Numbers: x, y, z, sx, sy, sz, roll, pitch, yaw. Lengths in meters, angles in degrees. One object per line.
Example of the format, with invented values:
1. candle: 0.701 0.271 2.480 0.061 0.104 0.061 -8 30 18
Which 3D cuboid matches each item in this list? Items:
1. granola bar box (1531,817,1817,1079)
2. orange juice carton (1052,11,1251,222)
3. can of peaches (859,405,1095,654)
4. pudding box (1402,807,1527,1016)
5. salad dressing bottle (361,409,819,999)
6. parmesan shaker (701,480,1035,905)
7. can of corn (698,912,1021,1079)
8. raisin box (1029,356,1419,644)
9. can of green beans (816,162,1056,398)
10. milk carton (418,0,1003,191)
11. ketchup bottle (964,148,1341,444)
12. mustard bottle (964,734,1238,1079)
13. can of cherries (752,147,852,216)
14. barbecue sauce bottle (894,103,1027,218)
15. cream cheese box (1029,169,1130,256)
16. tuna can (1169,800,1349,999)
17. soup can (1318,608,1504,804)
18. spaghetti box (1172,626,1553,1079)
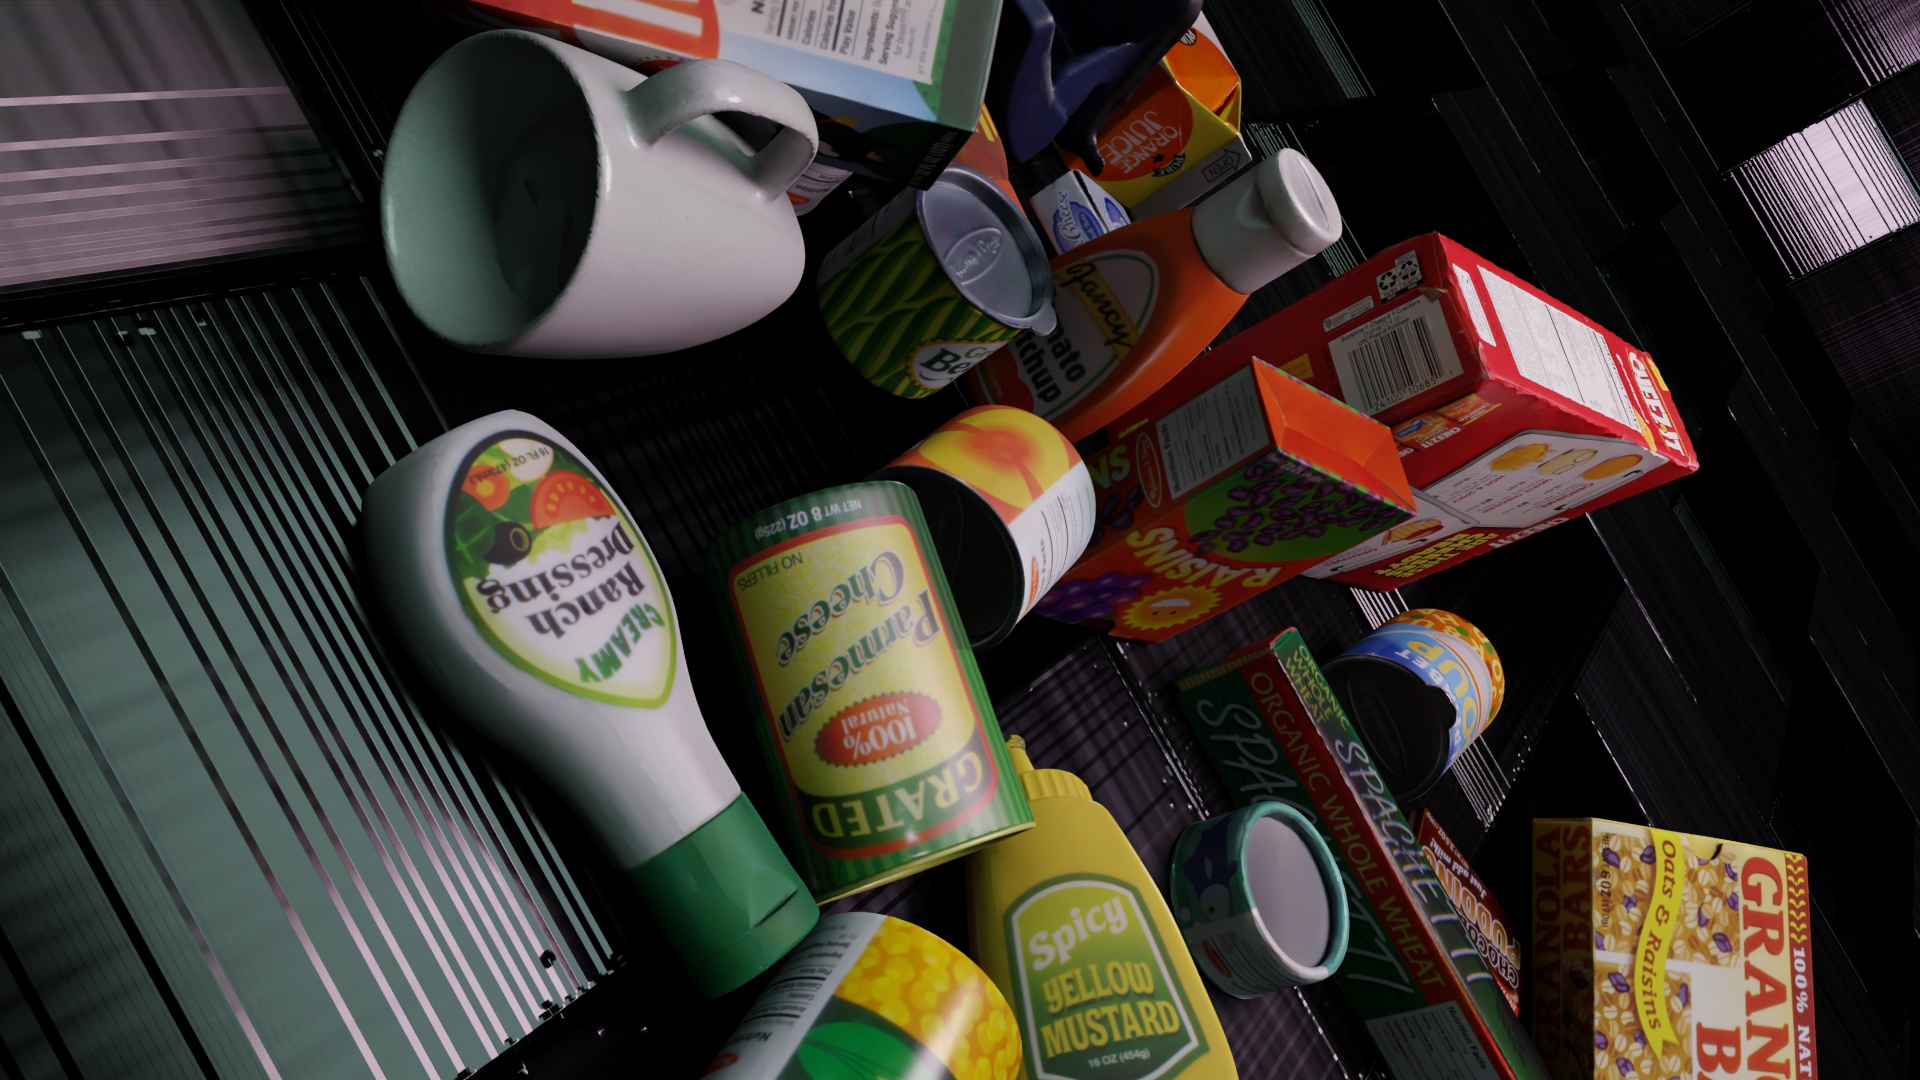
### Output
1. granola bar box: 0.308 0.210 0.598 0.124 0.039 0.166 12 73 -18
2. orange juice carton: 0.068 -0.249 0.676 0.073 0.071 0.192 -25 85 -51
3. can of peaches: 0.002 -0.006 0.454 0.071 0.071 0.058 56 39 -5
4. pudding box: 0.205 0.163 0.593 0.083 0.030 0.050 52 40 -9
5. salad dressing bottle: -0.088 0.041 0.343 0.147 0.044 0.064 58 40 -2
6. parmesan shaker: -0.030 0.043 0.390 0.071 0.071 0.103 -4 69 -49
7. can of corn: -0.024 0.135 0.334 0.071 0.071 0.058 52 38 -9
8. raisin box: 0.085 -0.008 0.498 0.086 0.123 0.040 17 53 -41
9. can of green beans: -0.010 -0.092 0.502 0.071 0.057 0.071 27 49 -35
10. milk carton: -0.087 -0.167 0.405 0.191 0.072 0.073 11 88 -13
11. ketchup bottle: 0.067 -0.088 0.510 0.043 0.148 0.065 -6 71 -51
12. mustard bottle: 0.031 0.117 0.404 0.065 0.048 0.161 -9 44 -9
13. can of cherries: -0.057 -0.161 0.494 0.071 0.058 0.072 26 50 -35
14. barbecue sauce bottle: -0.012 -0.168 0.559 0.065 0.043 0.148 -14 78 -58
15. cream cheese box: 0.063 -0.124 0.600 0.053 0.024 0.104 62 17 4
16. tuna can: 0.111 0.129 0.510 0.071 0.032 0.071 26 50 -35
17. soup can: 0.197 0.070 0.611 0.084 0.071 0.071 -19 81 -51
18. spaghetti box: 0.167 0.152 0.543 0.029 0.050 0.250 -26 86 -54
